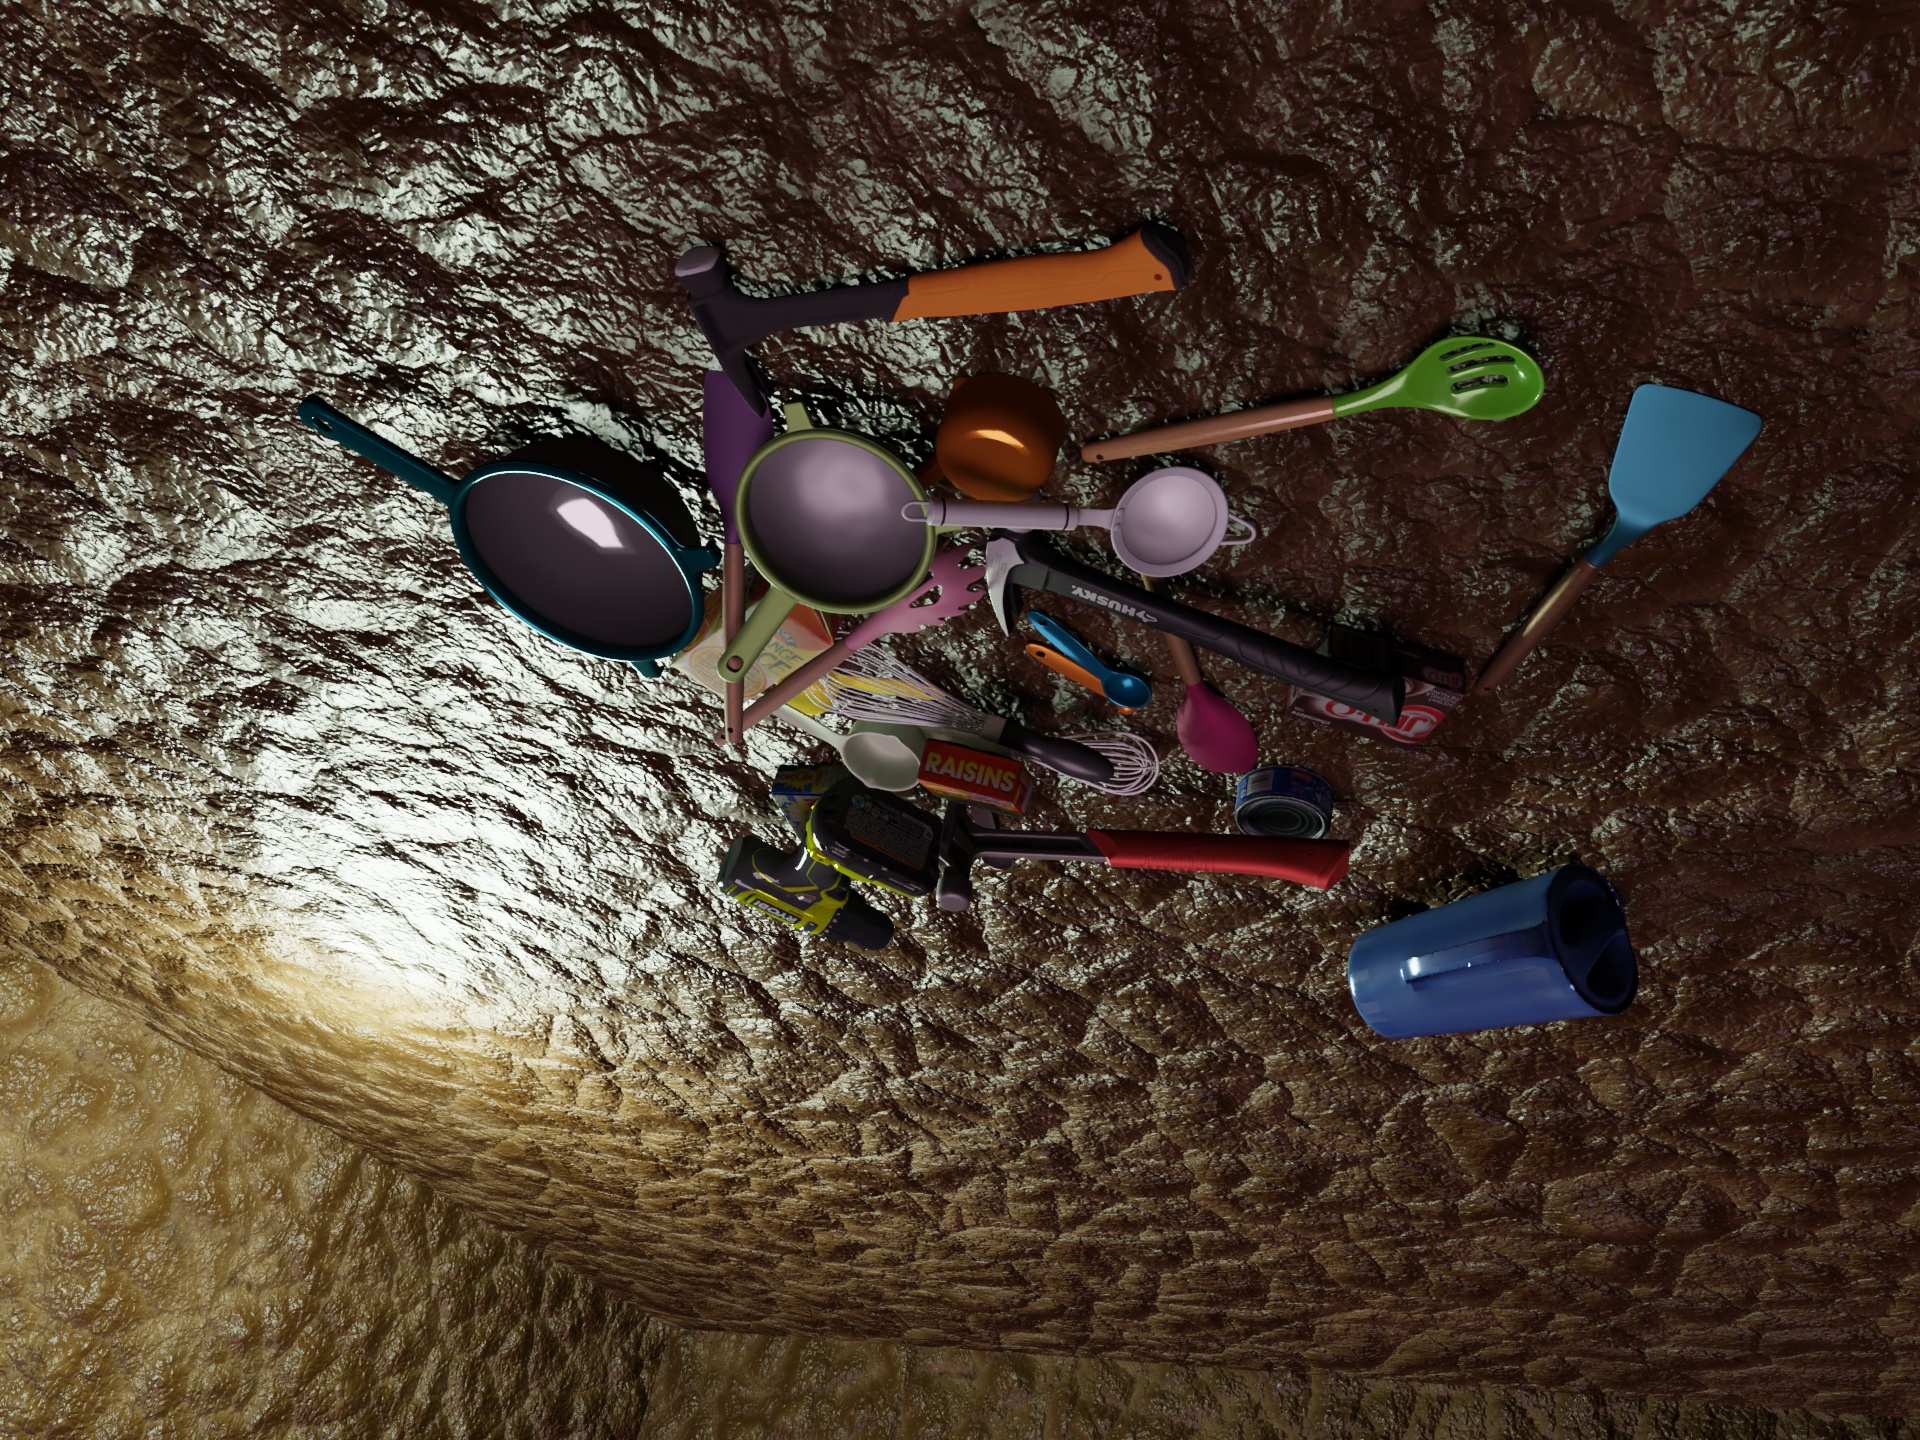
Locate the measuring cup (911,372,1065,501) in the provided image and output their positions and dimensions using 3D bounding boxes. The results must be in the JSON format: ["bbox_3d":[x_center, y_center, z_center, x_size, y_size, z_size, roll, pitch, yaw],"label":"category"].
[{"bbox_3d":[-0.002,-0.179,1.143,0.095,0.052,0.173,36,138,-27],"label":"measuring cup"}]

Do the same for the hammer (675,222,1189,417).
[{"bbox_3d":[-0.016,-0.271,1.038,0.337,0.034,0.127,-2,141,23],"label":"hammer"}]

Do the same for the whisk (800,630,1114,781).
[{"bbox_3d":[-0.002,-0.005,1.361,0.284,0.070,0.070,20,145,0],"label":"whisk"}]

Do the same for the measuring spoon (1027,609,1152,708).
[{"bbox_3d":[0.108,-0.056,1.311,0.128,0.021,0.042,38,141,-15],"label":"measuring spoon"}]

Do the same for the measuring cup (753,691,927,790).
[{"bbox_3d":[-0.105,0.004,1.418,0.167,0.038,0.083,27,140,-2],"label":"measuring cup"}]

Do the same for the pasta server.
[{"bbox_3d":[-0.102,-0.053,1.310,0.316,0.040,0.060,-33,88,37],"label":"pasta server"}]

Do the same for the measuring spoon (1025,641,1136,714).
[{"bbox_3d":[0.102,-0.034,1.341,0.116,0.011,0.021,30,143,-20],"label":"measuring spoon"}]

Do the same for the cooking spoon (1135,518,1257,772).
[{"bbox_3d":[0.181,-0.050,1.284,0.069,0.017,0.318,1,143,27],"label":"cooking spoon"}]

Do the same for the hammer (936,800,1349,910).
[{"bbox_3d":[0.160,0.106,1.410,0.359,0.149,0.036,1,144,14],"label":"hammer"}]

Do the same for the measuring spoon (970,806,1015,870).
[{"bbox_3d":[0.029,0.103,1.563,0.034,0.018,0.124,1,136,20],"label":"measuring spoon"}]

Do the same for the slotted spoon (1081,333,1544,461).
[{"bbox_3d":[0.222,-0.204,1.049,0.314,0.031,0.070,-6,140,31],"label":"slotted spoon"}]

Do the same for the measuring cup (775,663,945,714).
[{"bbox_3d":[-0.091,-0.023,1.413,0.156,0.029,0.062,7,144,15],"label":"measuring cup"}]

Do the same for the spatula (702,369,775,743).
[{"bbox_3d":[-0.173,-0.116,1.230,0.060,0.018,0.315,15,123,15],"label":"spatula"}]

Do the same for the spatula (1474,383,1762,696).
[{"bbox_3d":[0.432,-0.107,1.109,0.082,0.044,0.317,16,150,-1],"label":"spatula"}]

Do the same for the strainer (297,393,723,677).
[{"bbox_3d":[-0.339,-0.181,1.243,0.340,0.095,0.211,30,143,-8],"label":"strainer"}]

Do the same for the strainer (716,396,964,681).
[{"bbox_3d":[-0.112,-0.126,1.193,0.151,0.069,0.256,33,128,-10],"label":"strainer"}]

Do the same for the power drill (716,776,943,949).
[{"bbox_3d":[-0.111,0.152,1.558,0.190,0.080,0.228,28,145,-19],"label":"power drill"}]

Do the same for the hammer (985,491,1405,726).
[{"bbox_3d":[0.176,-0.068,1.204,0.335,0.035,0.146,22,148,6],"label":"hammer"}]

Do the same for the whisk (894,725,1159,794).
[{"bbox_3d":[0.056,0.025,1.419,0.246,0.058,0.059,8,110,15],"label":"whisk"}]

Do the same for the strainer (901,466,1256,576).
[{"bbox_3d":[0.083,-0.145,1.115,0.258,0.050,0.086,0,123,-18],"label":"strainer"}]
